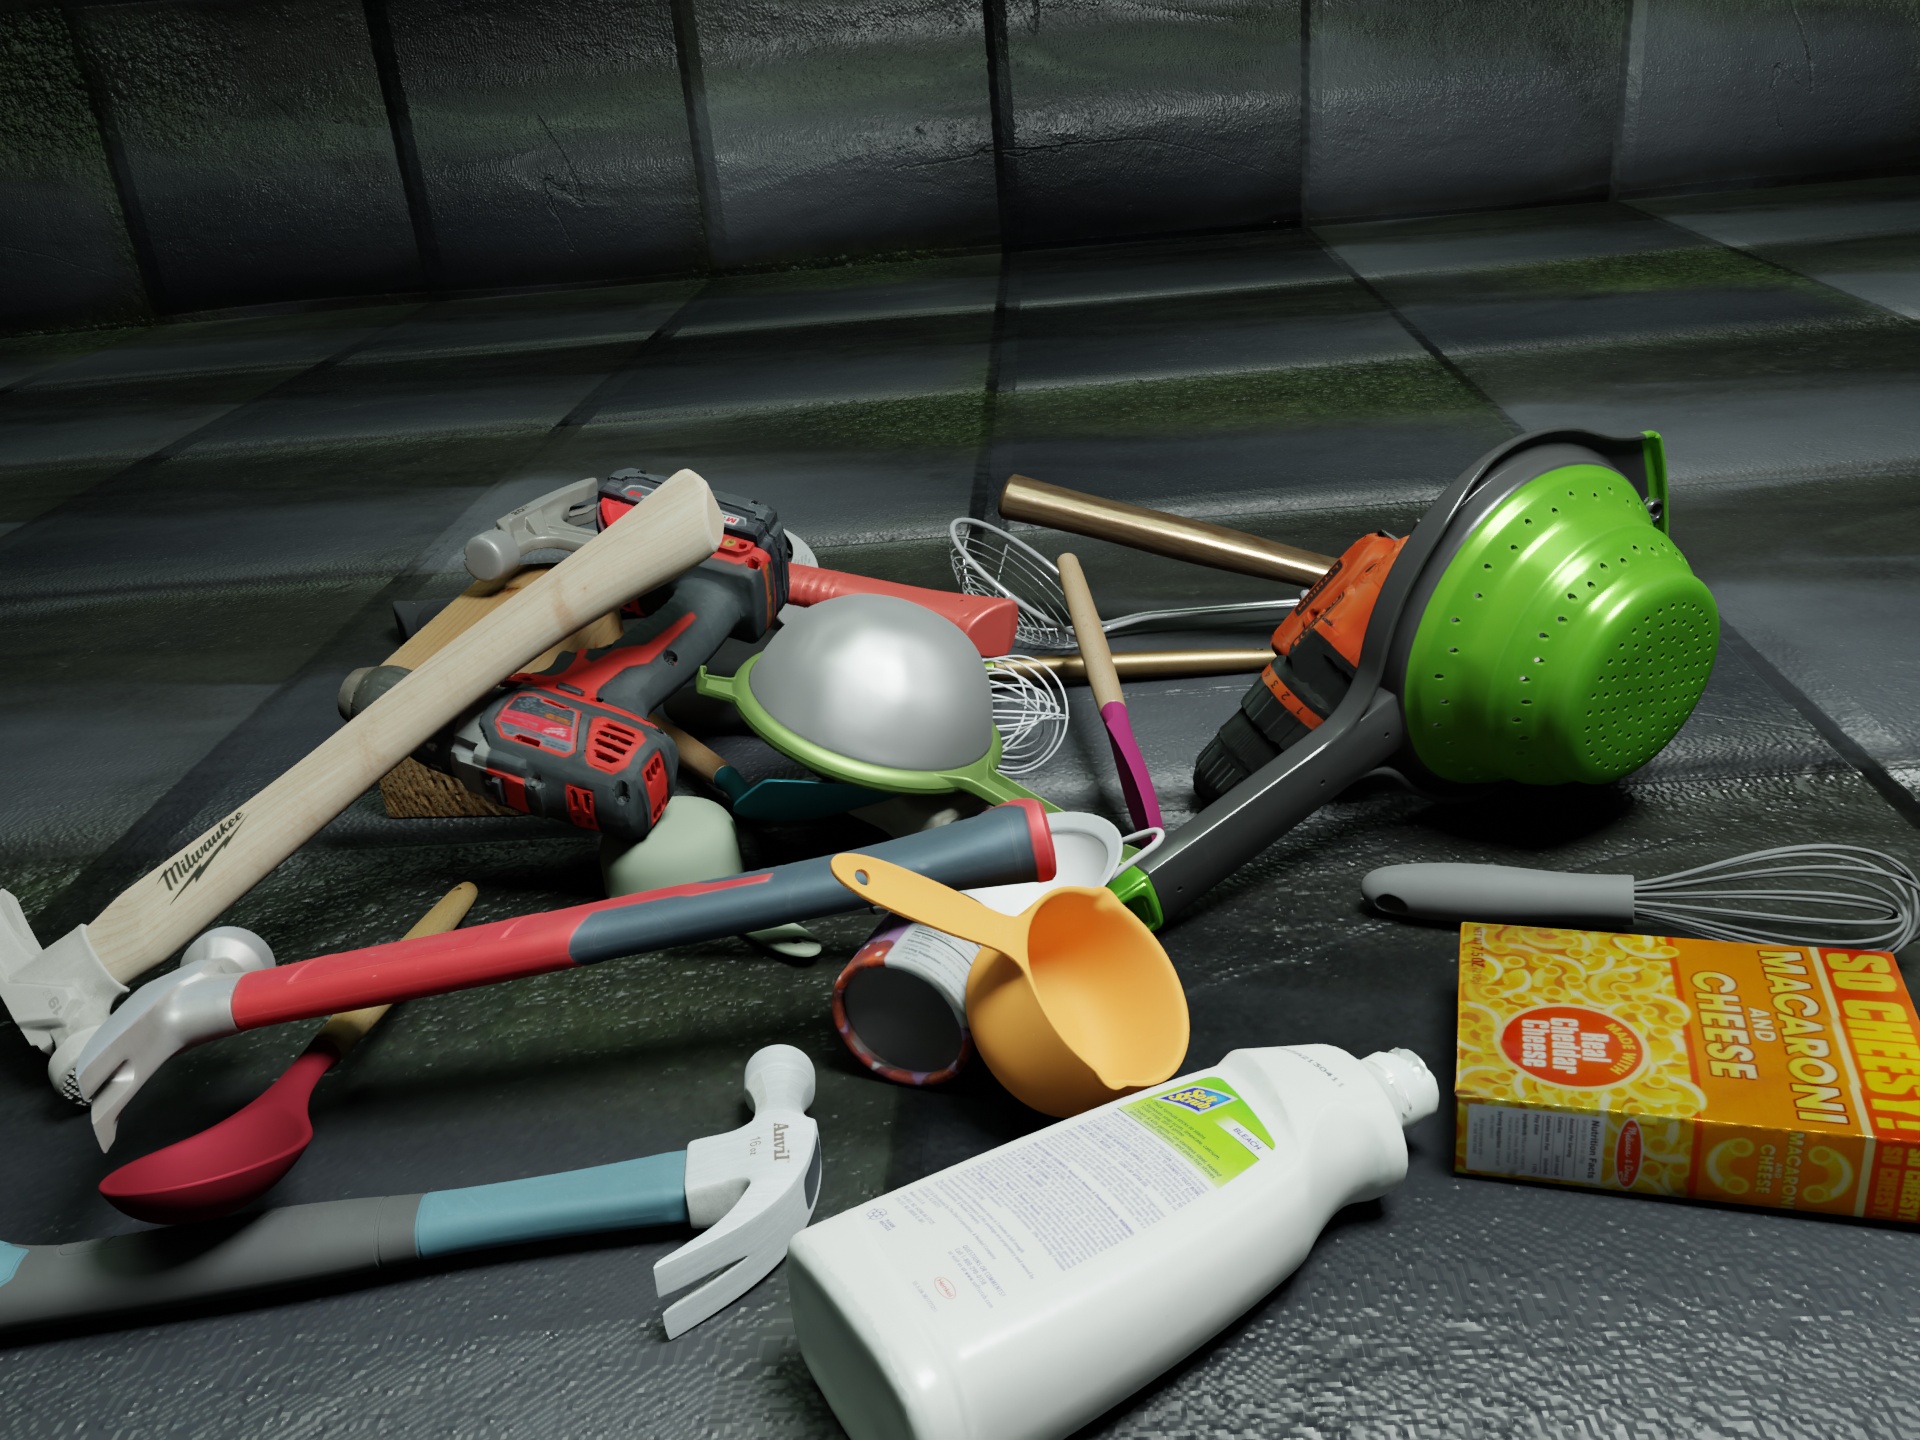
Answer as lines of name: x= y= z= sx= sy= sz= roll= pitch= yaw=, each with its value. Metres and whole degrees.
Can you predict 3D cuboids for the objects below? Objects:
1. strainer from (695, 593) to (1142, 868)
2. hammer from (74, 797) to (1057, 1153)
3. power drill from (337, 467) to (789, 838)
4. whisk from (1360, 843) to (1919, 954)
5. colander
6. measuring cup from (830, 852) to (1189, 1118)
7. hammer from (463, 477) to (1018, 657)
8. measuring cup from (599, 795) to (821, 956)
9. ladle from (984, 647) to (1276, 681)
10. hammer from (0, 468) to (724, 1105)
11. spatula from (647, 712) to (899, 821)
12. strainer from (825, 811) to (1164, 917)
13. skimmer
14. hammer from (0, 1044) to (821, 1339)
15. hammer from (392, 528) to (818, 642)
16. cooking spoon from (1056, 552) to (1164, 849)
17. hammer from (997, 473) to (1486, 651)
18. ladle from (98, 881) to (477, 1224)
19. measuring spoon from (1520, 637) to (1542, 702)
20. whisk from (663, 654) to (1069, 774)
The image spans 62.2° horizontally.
strainer: x=-0.001 y=-0.003 z=0.822 sx=0.256 sy=0.069 sz=0.151 roll=30 pitch=27 yaw=28
hammer: x=-0.150 y=0.092 z=0.654 sx=0.386 sy=0.038 sz=0.143 roll=-11 pitch=15 yaw=-2
power drill: x=-0.213 y=-0.043 z=0.890 sx=0.188 sy=0.080 sz=0.227 roll=16 pitch=48 yaw=13
whisk: x=0.304 y=0.080 z=0.722 sx=0.239 sy=0.055 sz=0.055 roll=0 pitch=25 yaw=22
colander: x=0.239 y=0.009 z=0.770 sx=0.397 sy=0.204 sz=0.095 roll=-34 pitch=40 yaw=-14
measuring cup: x=0.010 y=0.100 z=0.634 sx=0.173 sy=0.052 sz=0.095 roll=27 pitch=42 yaw=-24
hammer: x=-0.133 y=-0.098 z=1.040 sx=0.359 sy=0.036 sz=0.149 roll=12 pitch=27 yaw=17
measuring cup: x=-0.126 y=0.080 z=0.821 sx=0.083 sy=0.038 sz=0.168 roll=-25 pitch=29 yaw=-35
ladle: x=0.048 y=-0.046 z=1.037 sx=0.320 sy=0.062 sz=0.078 roll=-2 pitch=18 yaw=1
hammer: x=-0.293 y=0.002 z=0.795 sx=0.410 sy=0.038 sz=0.146 roll=-41 pitch=58 yaw=-15
spatula: x=-0.145 y=0.017 z=0.938 sx=0.082 sy=0.044 sz=0.318 roll=5 pitch=10 yaw=-34
strainer: x=-0.028 y=0.083 z=0.755 sx=0.258 sy=0.050 sz=0.087 roll=-5 pitch=30 yaw=14
skimmer: x=0.175 y=-0.103 z=1.089 sx=0.363 sy=0.090 sz=0.127 roll=-3 pitch=24 yaw=5
hammer: x=-0.218 y=0.194 z=0.606 sx=0.331 sy=0.033 sz=0.128 roll=-8 pitch=24 yaw=-4
hammer: x=-0.275 y=-0.096 z=1.238 sx=0.335 sy=0.035 sz=0.146 roll=-6 pitch=26 yaw=0
cooking spoon: x=0.084 y=-0.019 z=0.913 sx=0.017 sy=0.068 sz=0.319 roll=-15 pitch=33 yaw=3
hammer: x=0.188 y=-0.112 z=1.053 sx=0.331 sy=0.031 sz=0.130 roll=15 pitch=43 yaw=10
ladle: x=-0.274 y=0.135 z=0.708 sx=0.069 sy=0.031 sz=0.315 roll=-7 pitch=16 yaw=5
measuring spoon: x=0.349 y=-0.029 z=0.990 sx=0.034 sy=0.018 sz=0.124 roll=22 pitch=27 yaw=22
whisk: x=-0.066 y=-0.005 z=0.981 sx=0.285 sy=0.070 sz=0.070 roll=1 pitch=25 yaw=26
